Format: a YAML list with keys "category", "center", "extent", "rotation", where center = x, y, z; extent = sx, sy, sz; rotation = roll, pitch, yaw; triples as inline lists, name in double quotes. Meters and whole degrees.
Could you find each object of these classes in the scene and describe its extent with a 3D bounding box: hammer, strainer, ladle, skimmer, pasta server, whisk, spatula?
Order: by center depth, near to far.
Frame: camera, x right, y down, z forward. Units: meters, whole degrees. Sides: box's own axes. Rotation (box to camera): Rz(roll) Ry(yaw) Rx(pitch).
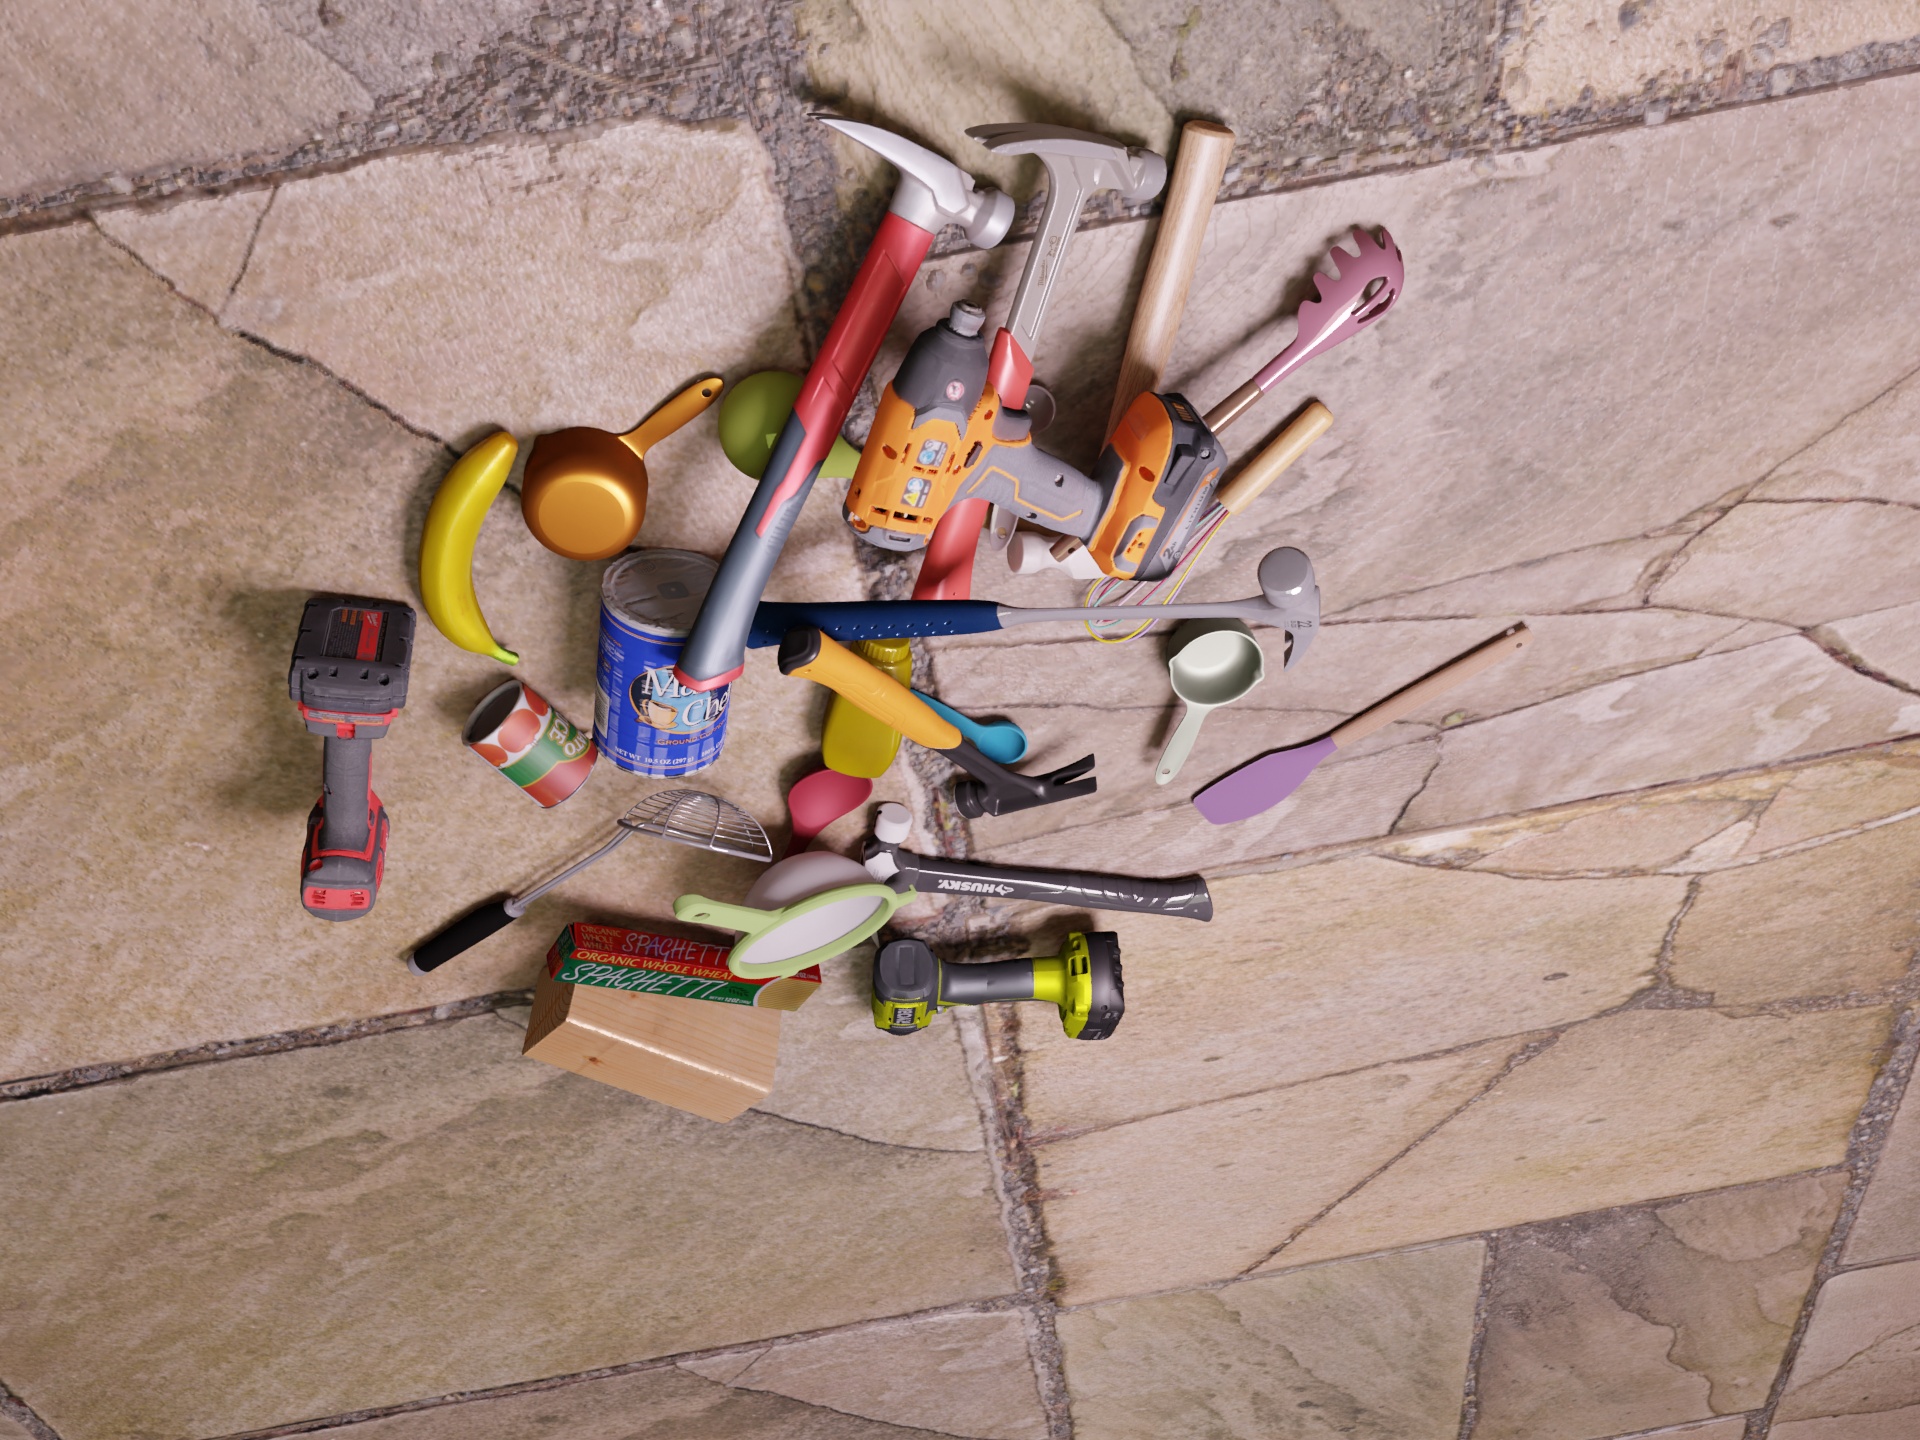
- category: "hammer"
  center: [-0.112, -0.195, 1.045]
  extent: [0.143, 0.038, 0.386]
  rotation: [20, 107, -29]
- category: "hammer"
  center: [0.019, -0.216, 1.067]
  extent: [0.149, 0.037, 0.358]
  rotation: [-8, 131, -38]
- category: "hammer"
  center: [0.041, -0.069, 1.089]
  extent: [0.405, 0.035, 0.144]
  rotation: [-1, 163, 18]
- category: "hammer"
  center: [0.129, -0.245, 1.106]
  extent: [0.130, 0.031, 0.331]
  rotation: [-2, 127, -23]
- category: "pasta server"
  center: [0.184, -0.220, 1.114]
  extent: [0.316, 0.040, 0.060]
  rotation: [-39, 131, 14]
- category: "ladle"
  center: [-0.026, -0.169, 1.157]
  extent: [0.320, 0.062, 0.078]
  rotation: [17, 113, -29]
- category: "whisk"
  center: [0.182, -0.149, 1.199]
  extent: [0.245, 0.047, 0.051]
  rotation: [-44, 134, 20]
- category: "hammer"
  center: [-0.021, 0.004, 1.204]
  extent: [0.127, 0.034, 0.336]
  rotation: [-14, 153, 27]
- category: "strainer"
  center: [-0.158, 0.143, 1.292]
  extent: [0.151, 0.069, 0.256]
  rotation: [-33, 155, 17]
- category: "skimmer"
  center: [-0.324, 0.157, 1.339]
  extent: [0.363, 0.090, 0.127]
  rotation: [-30, 158, 19]
- category: "spatula"
  center: [0.344, 0.007, 1.361]
  extent: [0.316, 0.018, 0.059]
  rotation: [-32, 127, 19]
- category: "ladle"
  center: [-0.157, 0.142, 1.394]
  extent: [0.069, 0.031, 0.315]
  rotation: [10, 129, -26]
- category: "hammer"
  center: [0.071, 0.154, 1.431]
  extent: [0.334, 0.035, 0.146]
  rotation: [7, 127, -14]

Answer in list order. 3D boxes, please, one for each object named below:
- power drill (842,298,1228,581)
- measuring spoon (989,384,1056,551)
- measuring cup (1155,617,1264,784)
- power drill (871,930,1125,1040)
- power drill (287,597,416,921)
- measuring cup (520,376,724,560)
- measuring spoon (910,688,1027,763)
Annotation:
- category: "power drill"
  center: [0.052, -0.177, 1.026]
  extent: [0.226, 0.084, 0.164]
  rotation: [7, 127, -23]
- category: "measuring spoon"
  center: [0.043, -0.181, 1.146]
  extent: [0.034, 0.018, 0.124]
  rotation: [23, 112, 20]
- category: "measuring cup"
  center: [0.190, -0.018, 1.308]
  extent: [0.083, 0.038, 0.167]
  rotation: [8, 129, -15]
- category: "power drill"
  center: [0.030, 0.249, 1.462]
  extent: [0.223, 0.080, 0.171]
  rotation: [-1, 153, -5]
- category: "power drill"
  center: [-0.456, 0.026, 1.190]
  extent: [0.078, 0.143, 0.219]
  rotation: [5, 122, -17]
- category: "measuring cup"
  center: [-0.231, -0.177, 1.105]
  extent: [0.173, 0.052, 0.095]
  rotation: [-32, 126, 20]
- category: "measuring spoon"
  center: [-0.002, -0.004, 1.307]
  extent: [0.128, 0.021, 0.042]
  rotation: [26, 128, -16]
